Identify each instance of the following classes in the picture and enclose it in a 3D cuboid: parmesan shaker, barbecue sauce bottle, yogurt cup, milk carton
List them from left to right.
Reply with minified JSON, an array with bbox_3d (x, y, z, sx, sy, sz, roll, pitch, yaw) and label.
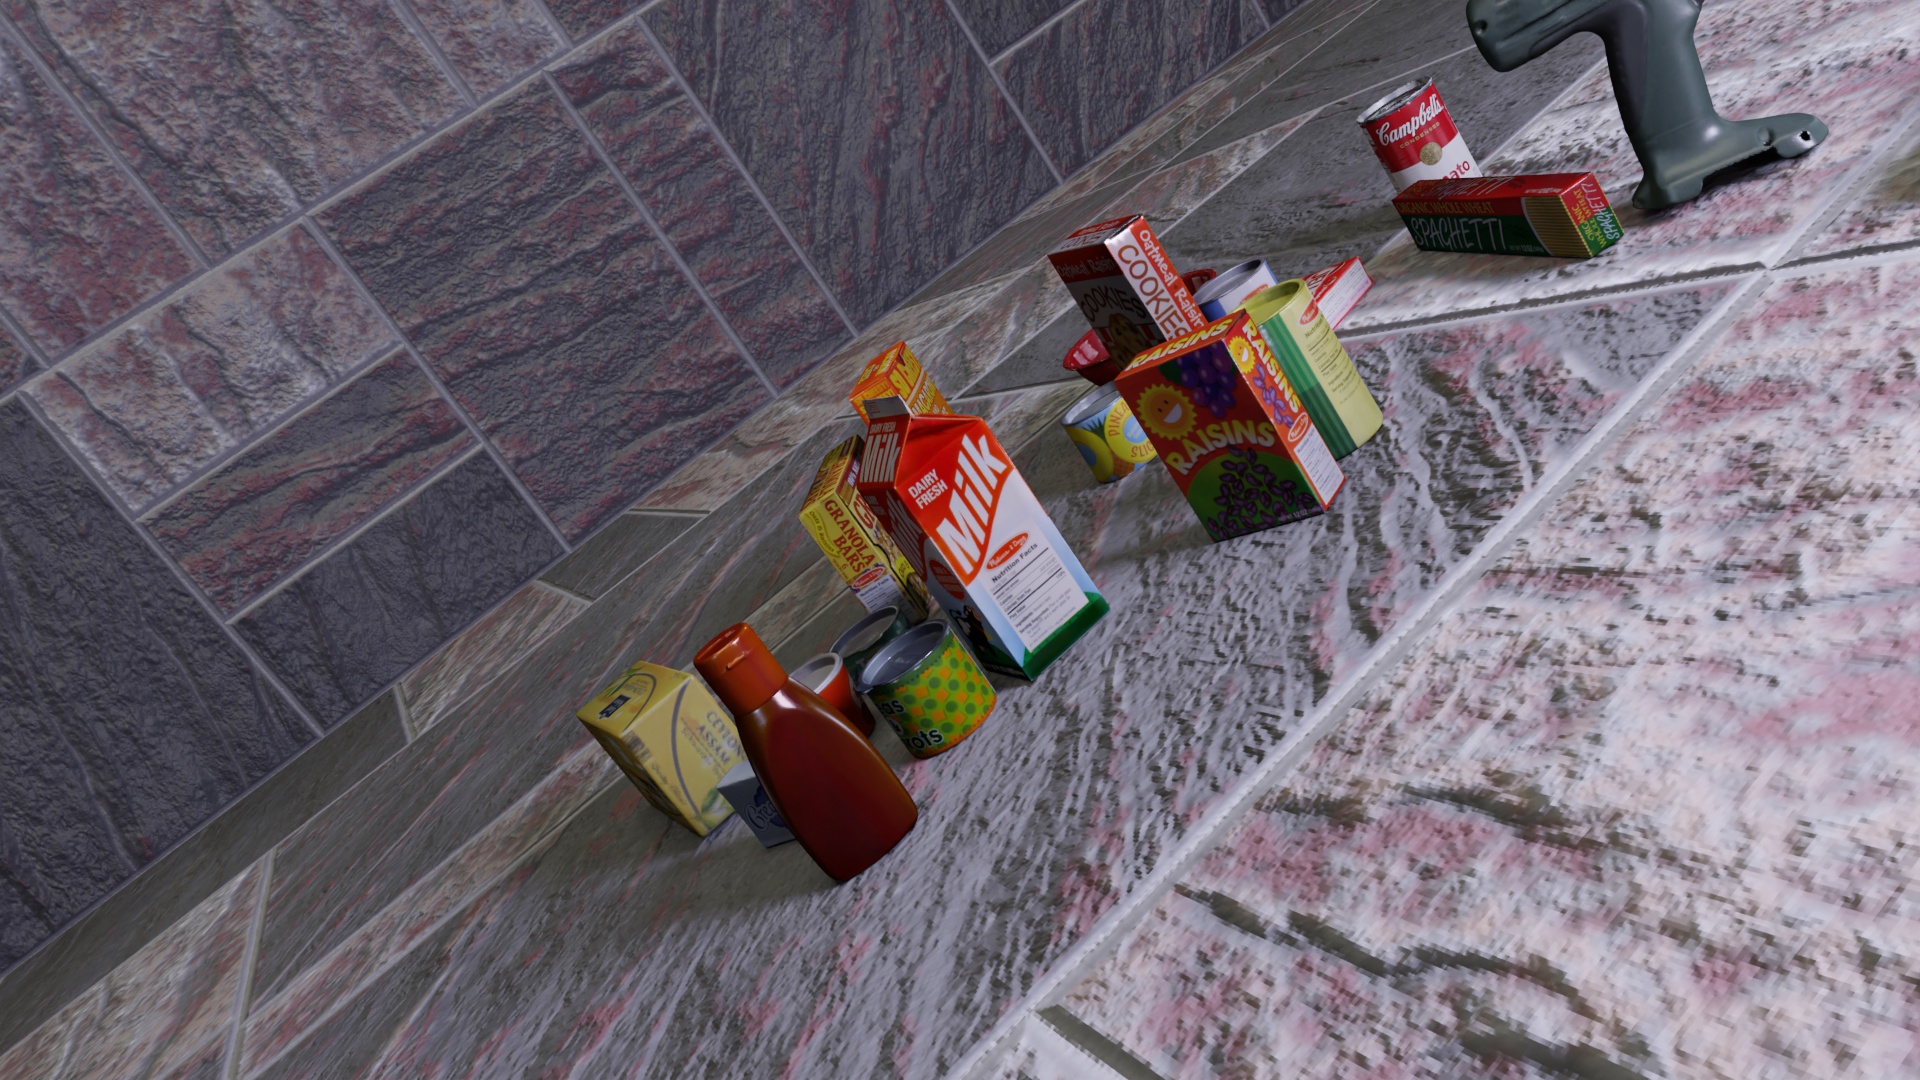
[{"bbox_3d":[-0.088,0.113,0.760,0.065,0.148,0.043,-38,15,-13],"label":"barbecue sauce bottle"},{"bbox_3d":[-0.094,0.117,0.937,0.072,0.054,0.072,-32,16,10],"label":"yogurt cup"},{"bbox_3d":[0.003,-0.011,0.863,0.074,0.190,0.072,-40,16,-18],"label":"milk carton"},{"bbox_3d":[0.210,-0.101,0.872,0.071,0.103,0.071,-32,15,10],"label":"parmesan shaker"}]

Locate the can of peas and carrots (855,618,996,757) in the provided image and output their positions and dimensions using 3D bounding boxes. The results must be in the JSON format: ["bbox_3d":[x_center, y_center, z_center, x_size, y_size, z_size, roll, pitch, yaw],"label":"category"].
[{"bbox_3d":[-0.021,0.092,0.852,0.071,0.058,0.071,-32,16,10],"label":"can of peas and carrots"}]

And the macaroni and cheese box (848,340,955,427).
[{"bbox_3d":[-0.022,-0.076,1.154,0.040,0.166,0.124,-31,16,15],"label":"macaroni and cheese box"}]

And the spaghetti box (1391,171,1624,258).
[{"bbox_3d":[0.387,-0.236,1.007,0.029,0.050,0.250,-35,15,1],"label":"spaghetti box"}]

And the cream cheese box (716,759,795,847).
[{"bbox_3d":[-0.095,0.150,0.841,0.103,0.053,0.024,-23,19,35],"label":"cream cheese box"}]

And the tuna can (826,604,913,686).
[{"bbox_3d":[-0.062,0.080,1.022,0.071,0.032,0.071,-32,16,10],"label":"tuna can"}]

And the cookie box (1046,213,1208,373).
[{"bbox_3d":[0.146,-0.171,1.088,0.040,0.167,0.123,-38,15,-10],"label":"cookie box"}]

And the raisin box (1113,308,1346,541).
[{"bbox_3d":[0.161,-0.066,0.830,0.086,0.123,0.040,-18,22,46],"label":"raisin box"}]

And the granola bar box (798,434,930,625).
[{"bbox_3d":[-0.071,-0.007,1.128,0.039,0.124,0.166,-32,16,12],"label":"granola bar box"}]

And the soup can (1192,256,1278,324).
[{"bbox_3d":[0.224,-0.165,1.068,0.071,0.083,0.071,-32,15,10],"label":"soup can"}]

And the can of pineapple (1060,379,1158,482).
[{"bbox_3d":[0.122,-0.087,1.094,0.071,0.057,0.071,-32,16,10],"label":"can of pineapple"}]
